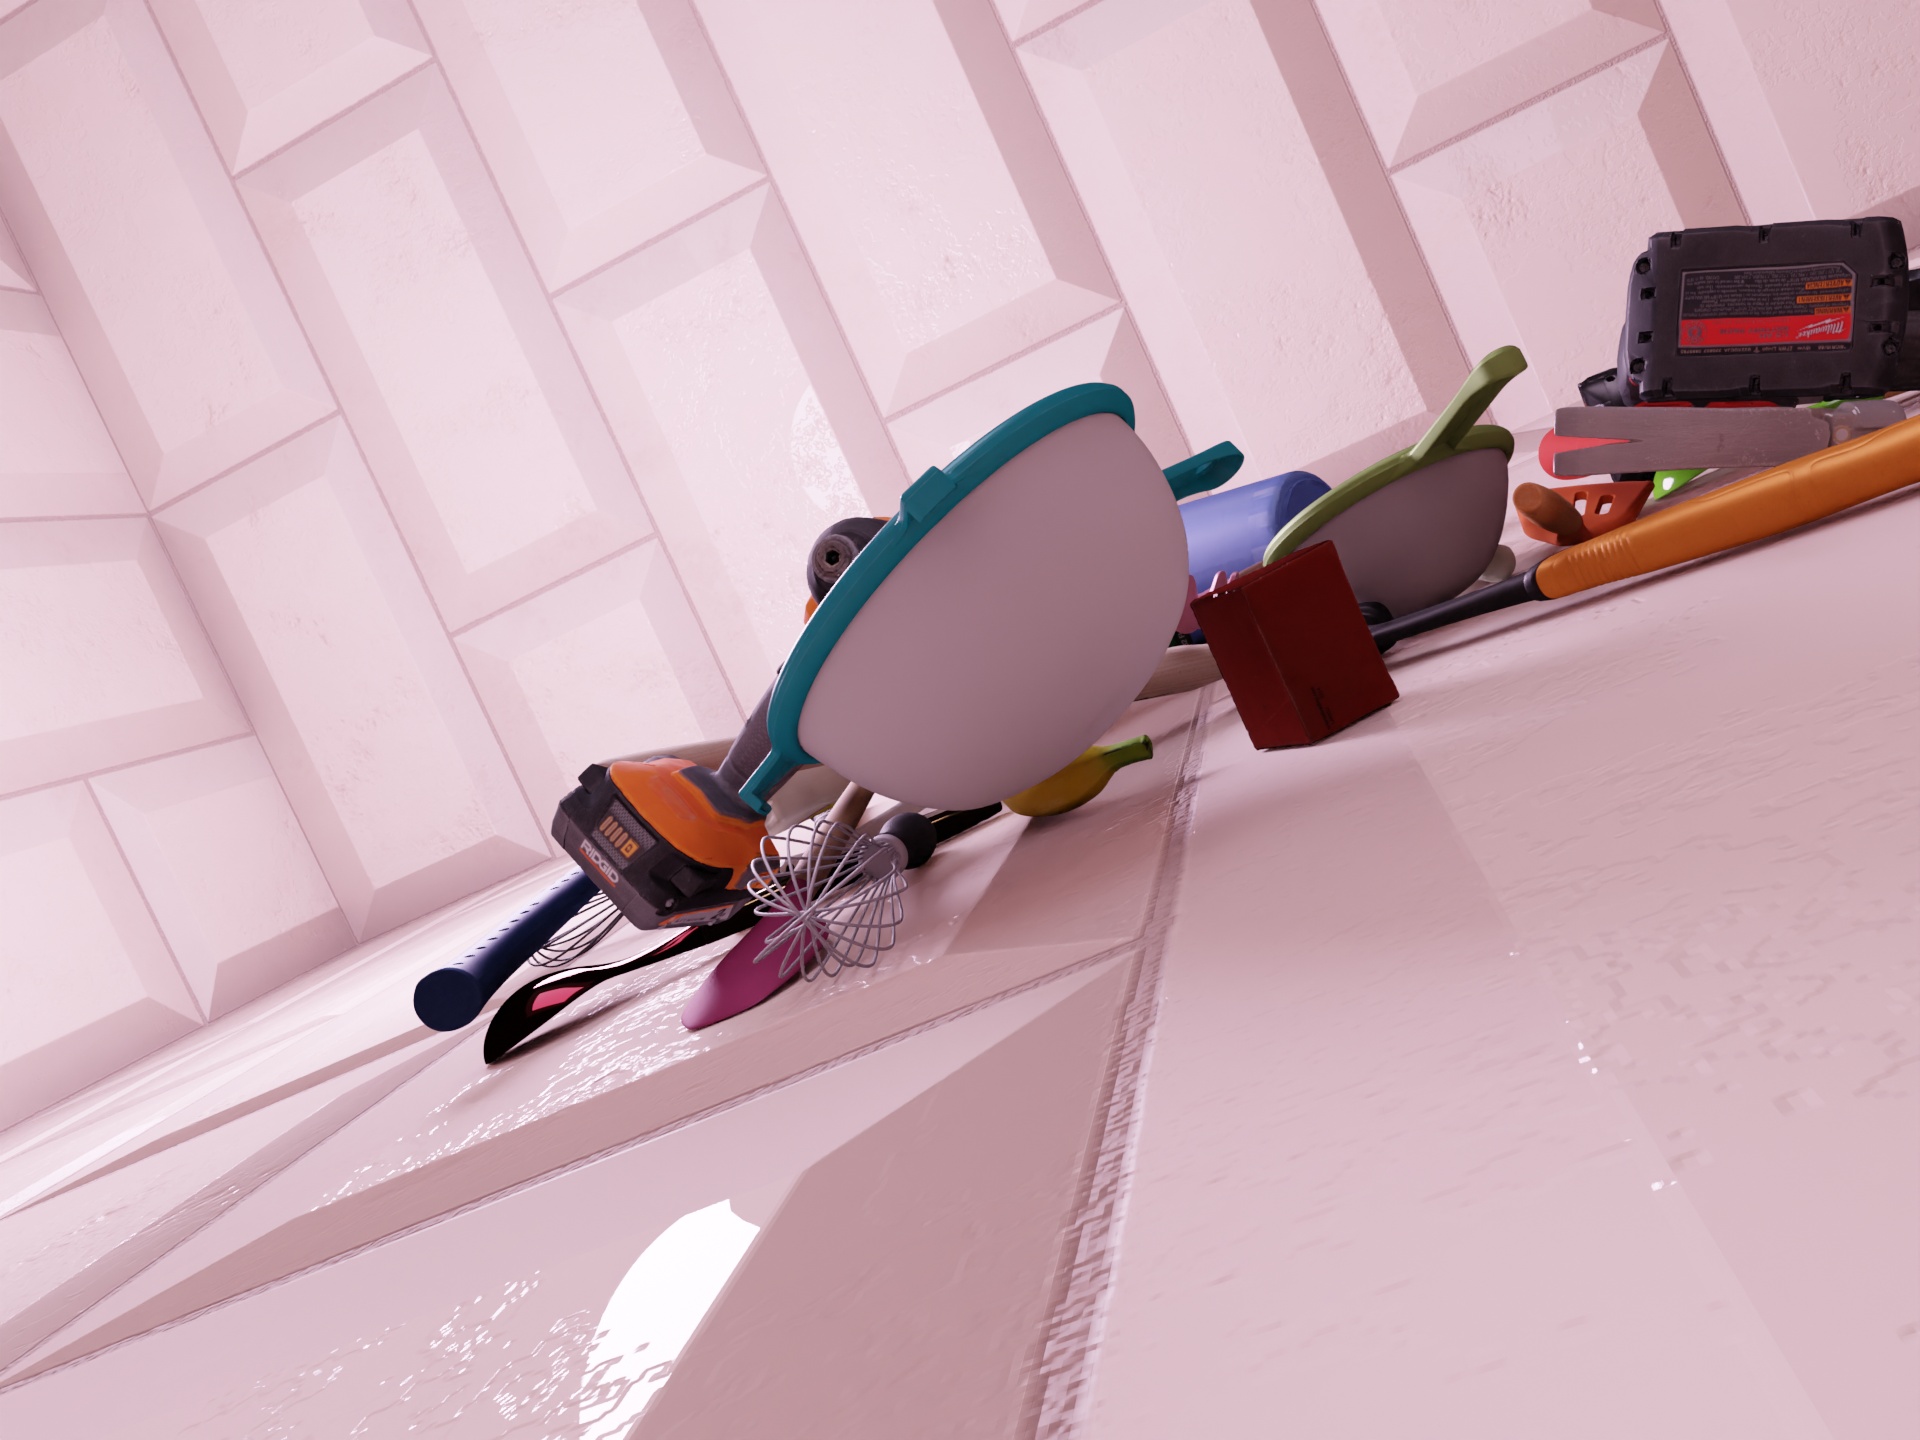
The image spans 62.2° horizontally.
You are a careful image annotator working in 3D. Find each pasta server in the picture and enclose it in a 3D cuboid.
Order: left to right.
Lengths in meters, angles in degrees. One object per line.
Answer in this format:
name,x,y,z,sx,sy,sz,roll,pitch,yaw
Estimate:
pasta server,0.182,-0.094,1.025,0.060,0.040,0.316,5,14,25

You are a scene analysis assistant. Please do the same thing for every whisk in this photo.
whisk,-0.234,0.118,1.153,0.239,0.055,0.055,-29,2,18
whisk,-0.041,0.068,0.746,0.070,0.070,0.284,-24,-1,8
whisk,0.318,-0.112,1.030,0.058,0.059,0.246,3,11,4

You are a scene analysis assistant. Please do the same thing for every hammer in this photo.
hammer,-0.233,0.097,1.020,0.144,0.035,0.405,-24,9,17
hammer,-0.086,0.071,1.118,0.149,0.036,0.409,-24,3,-3
hammer,-0.001,-0.003,0.919,0.410,0.038,0.146,-12,0,-8
hammer,0.291,-0.073,0.711,0.337,0.034,0.127,-21,4,41
hammer,0.366,-0.151,0.879,0.149,0.036,0.359,0,8,7

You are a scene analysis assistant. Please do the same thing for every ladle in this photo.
ladle,-0.119,0.108,0.884,0.315,0.031,0.069,-24,3,-11

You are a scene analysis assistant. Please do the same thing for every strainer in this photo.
strainer,0.065,-0.054,0.714,0.340,0.095,0.211,-30,-20,-46
strainer,0.252,-0.109,0.832,0.151,0.069,0.256,-23,-13,-8

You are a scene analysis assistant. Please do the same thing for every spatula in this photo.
spatula,0.312,-0.114,0.828,0.081,0.041,0.322,-2,2,26

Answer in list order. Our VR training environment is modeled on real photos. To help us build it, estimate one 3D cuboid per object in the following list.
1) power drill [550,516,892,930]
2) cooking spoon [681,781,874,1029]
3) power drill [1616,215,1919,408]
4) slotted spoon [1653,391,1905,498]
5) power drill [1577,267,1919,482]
power drill,-0.089,-0.005,0.766,0.226,0.084,0.164,-47,-14,6
cooking spoon,-0.078,0.078,0.824,0.069,0.017,0.319,-24,12,15
power drill,0.437,-0.198,0.822,0.188,0.080,0.226,4,7,25
slotted spoon,0.552,-0.202,0.909,0.314,0.031,0.070,-21,4,25
power drill,0.554,-0.242,1.095,0.228,0.080,0.190,-20,5,23
